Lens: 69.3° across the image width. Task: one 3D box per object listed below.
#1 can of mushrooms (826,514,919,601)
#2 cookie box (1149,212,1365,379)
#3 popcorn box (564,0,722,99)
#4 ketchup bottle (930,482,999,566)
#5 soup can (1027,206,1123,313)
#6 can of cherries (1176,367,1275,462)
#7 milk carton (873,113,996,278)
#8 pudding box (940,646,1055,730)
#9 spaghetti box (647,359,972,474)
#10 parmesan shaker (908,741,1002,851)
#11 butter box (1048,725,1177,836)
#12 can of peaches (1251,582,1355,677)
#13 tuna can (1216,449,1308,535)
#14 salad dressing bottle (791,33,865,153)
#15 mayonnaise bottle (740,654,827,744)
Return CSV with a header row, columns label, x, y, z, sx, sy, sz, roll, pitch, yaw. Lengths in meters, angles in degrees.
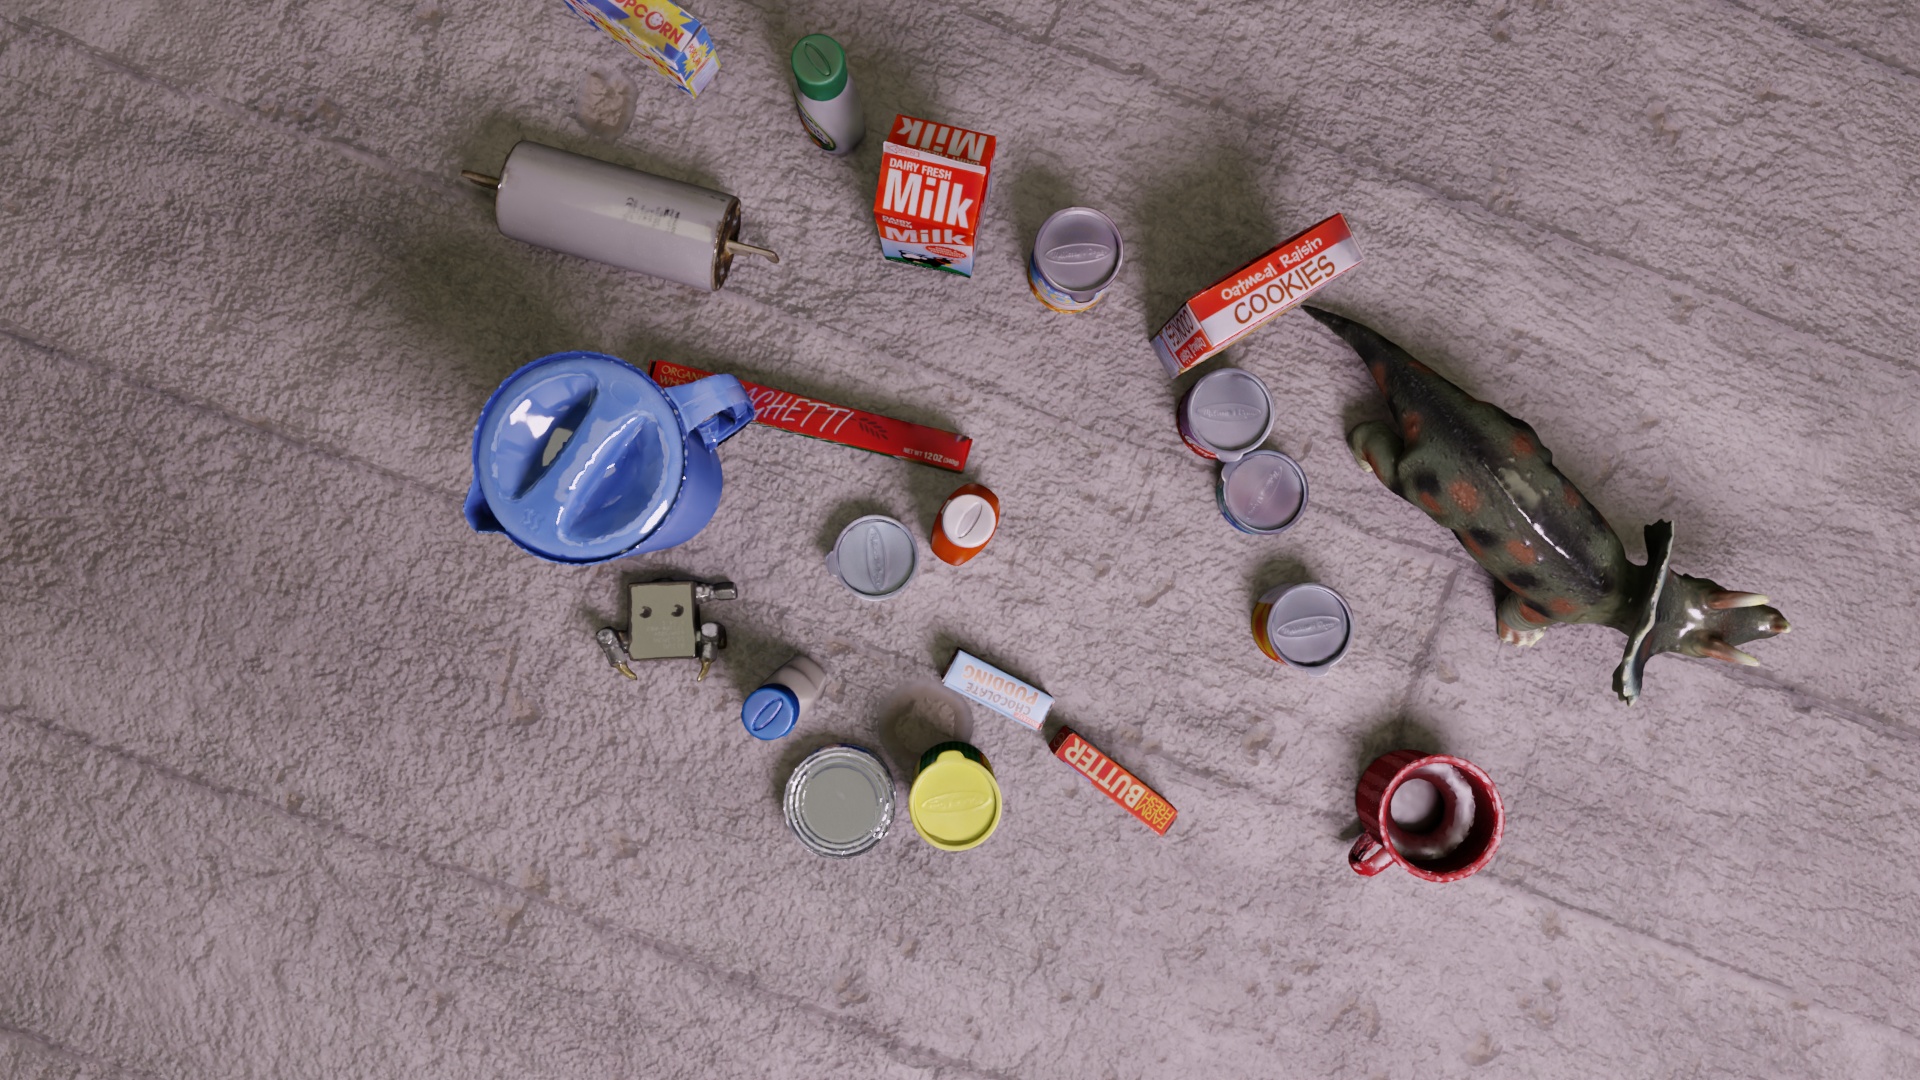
label,x,y,z,sx,sy,sz,roll,pitch,yaw
can of mushrooms,-0.067,0.013,1.072,0.071,0.033,0.071,0,89,-1
cookie box,0.211,-0.175,1.015,0.123,0.167,0.040,-31,90,-1
popcorn box,-0.248,-0.398,1.053,0.127,0.085,0.038,36,89,0
ketchup bottle,0.004,-0.013,1.016,0.043,0.149,0.064,32,89,0
soup can,0.086,-0.208,1.055,0.071,0.084,0.071,0,89,-1
can of cherries,0.201,-0.094,1.067,0.071,0.058,0.071,0,89,-1
milk carton,-0.018,-0.250,1.001,0.072,0.190,0.073,13,89,-1
pudding box,0.028,0.113,1.063,0.084,0.049,0.030,27,89,0
spaghetti box,-0.115,-0.094,1.065,0.250,0.050,0.028,14,89,-1
parmesan shaker,-0.004,0.185,1.033,0.071,0.103,0.071,0,89,-1
butter box,0.116,0.182,1.061,0.103,0.053,0.024,37,89,0
can of peaches,0.261,0.067,1.064,0.071,0.058,0.071,0,89,-1
tuna can,0.232,-0.038,1.079,0.071,0.033,0.071,0,89,-1
salad dressing bottle,-0.099,-0.329,1.023,0.044,0.147,0.064,-37,90,-1
mayonnaise bottle,-0.131,0.118,1.010,0.041,0.148,0.065,42,89,0
